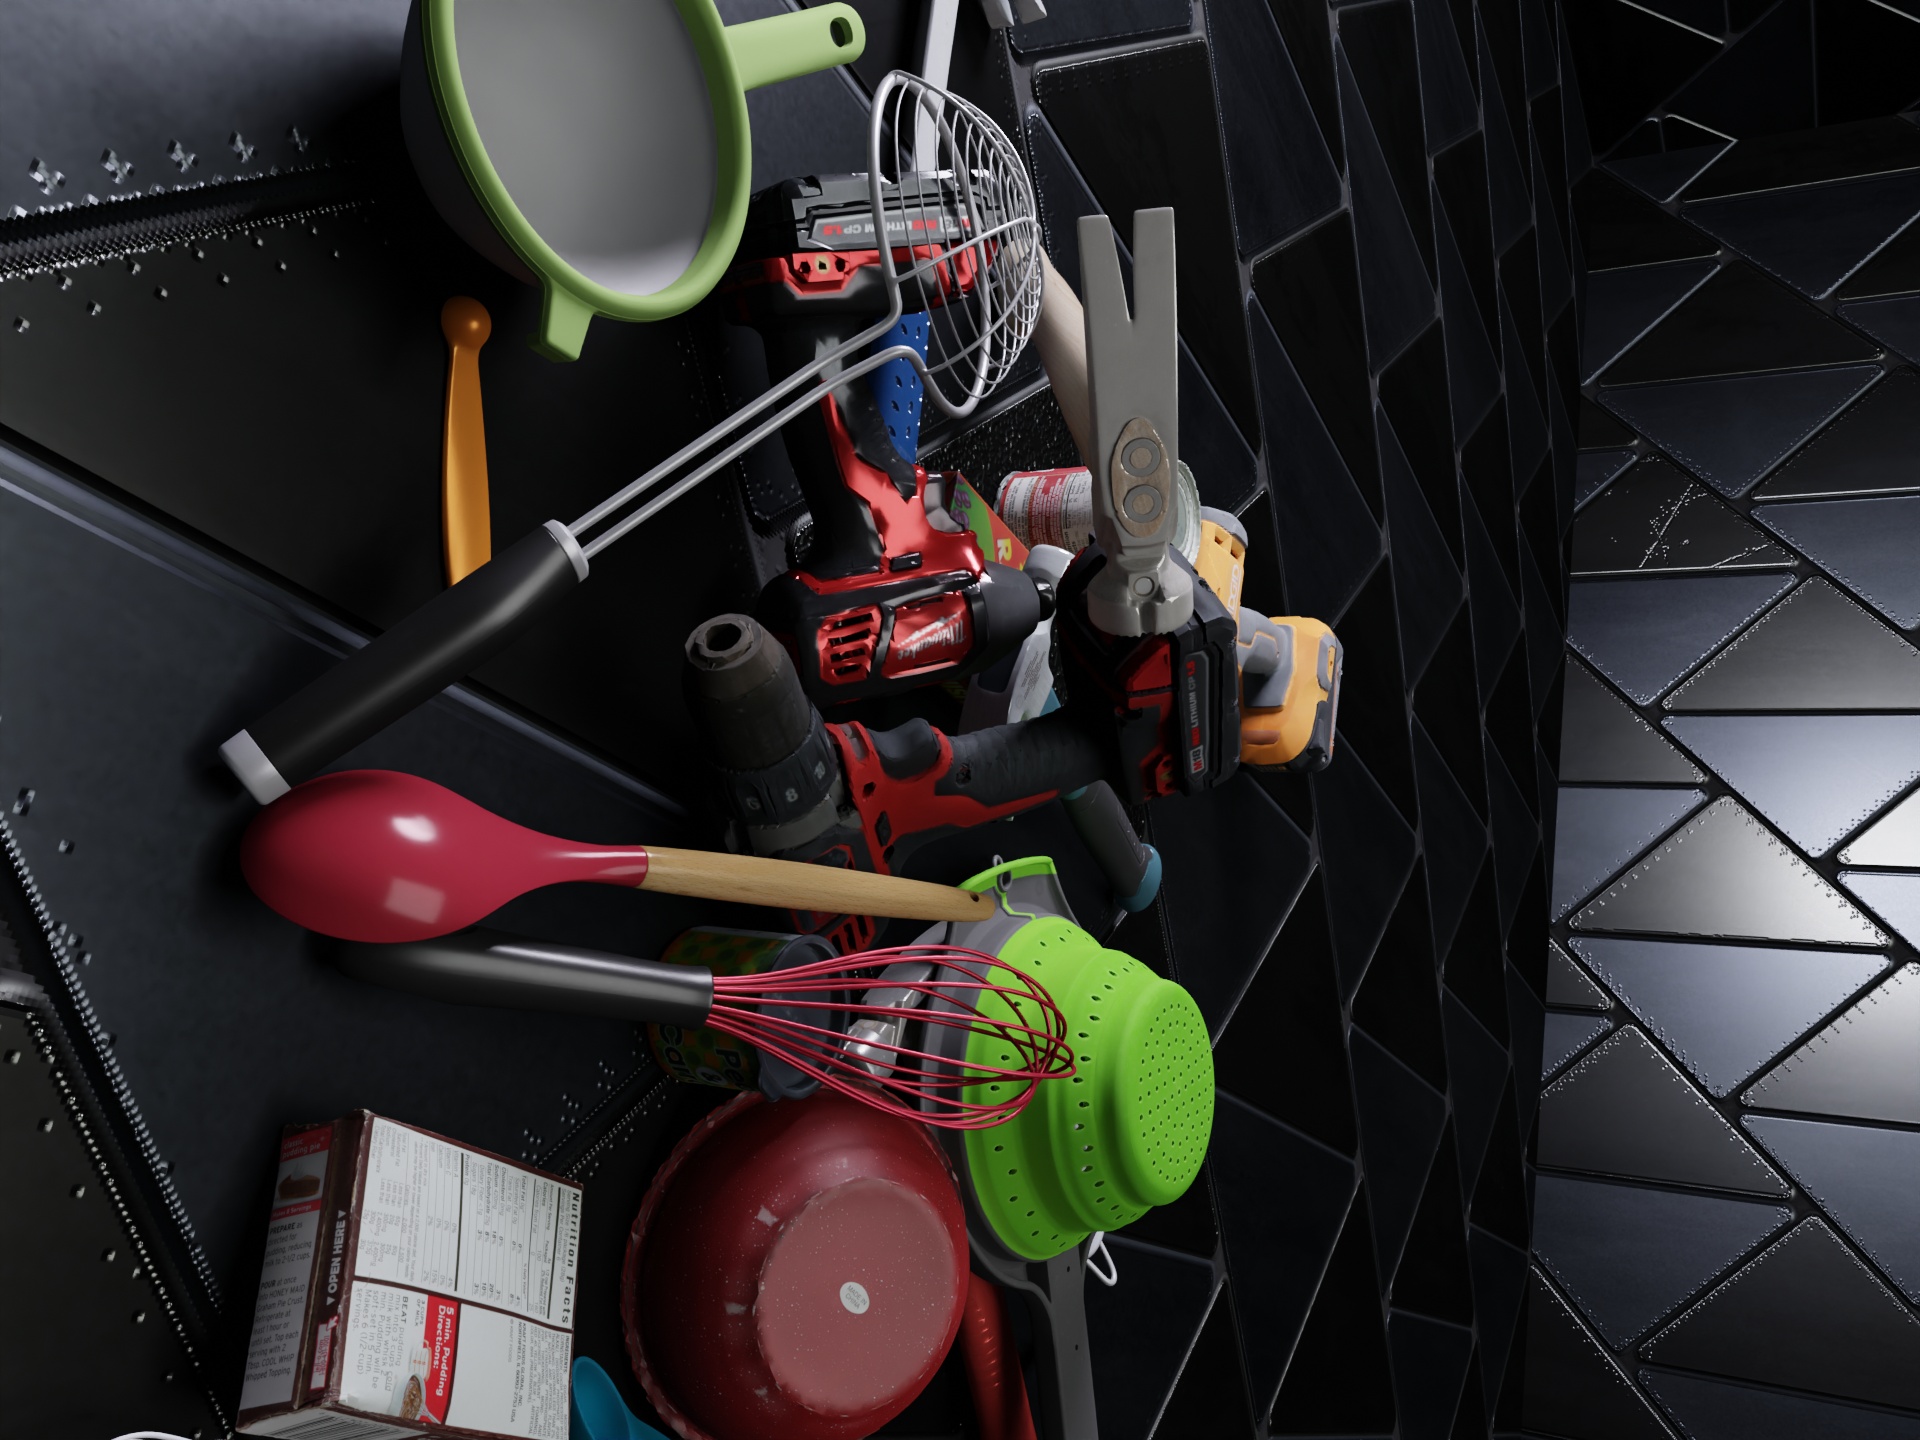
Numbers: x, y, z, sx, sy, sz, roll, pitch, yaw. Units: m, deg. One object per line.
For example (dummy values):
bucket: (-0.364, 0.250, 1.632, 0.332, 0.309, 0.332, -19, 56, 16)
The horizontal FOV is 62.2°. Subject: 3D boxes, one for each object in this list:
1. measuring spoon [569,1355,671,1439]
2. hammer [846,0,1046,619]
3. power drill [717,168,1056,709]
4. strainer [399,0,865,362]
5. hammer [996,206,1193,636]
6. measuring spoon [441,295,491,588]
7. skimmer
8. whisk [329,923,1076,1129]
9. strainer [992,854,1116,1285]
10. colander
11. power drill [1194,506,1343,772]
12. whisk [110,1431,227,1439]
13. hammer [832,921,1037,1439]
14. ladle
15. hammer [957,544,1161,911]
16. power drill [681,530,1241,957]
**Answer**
measuring spoon: (-0.126, 0.290, 0.620, 0.128, 0.021, 0.042, 62, -2, -41)
hammer: (-0.020, -0.245, 0.805, 0.144, 0.035, 0.406, 26, 67, -58)
power drill: (-0.029, -0.121, 0.700, 0.143, 0.079, 0.219, -12, 103, -28)
strainer: (-0.121, -0.235, 0.591, 0.256, 0.069, 0.151, -47, 127, -51)
hammer: (0.048, -0.181, 0.721, 0.411, 0.038, 0.146, -99, -177, -64)
measuring spoon: (-0.171, -0.091, 0.559, 0.021, 0.011, 0.117, -2, 92, -61)
skimmer: (-0.102, -0.101, 0.557, 0.363, 0.090, 0.127, -40, 133, -20)
whisk: (-0.077, 0.104, 0.580, 0.295, 0.073, 0.073, 16, 74, -31)
strainer: (0.043, 0.201, 0.911, 0.087, 0.050, 0.258, -25, 105, -63)
colander: (0.078, 0.270, 0.822, 0.204, 0.094, 0.397, -10, 95, -58)
power drill: (0.199, -0.026, 1.151, 0.226, 0.084, 0.185, 33, 61, -51)
whisk: (-0.179, 0.264, 0.503, 0.284, 0.070, 0.070, 44, 52, -57)
hammer: (0.010, 0.289, 0.853, 0.149, 0.037, 0.359, -39, 122, -54)
ladle: (-0.096, 0.057, 0.577, 0.315, 0.031, 0.069, 13, 37, -45)
hammer: (0.069, 0.037, 0.912, 0.128, 0.033, 0.330, -65, 153, -17)
power drill: (-0.001, -0.002, 0.663, 0.080, 0.226, 0.187, 56, -13, 41)
